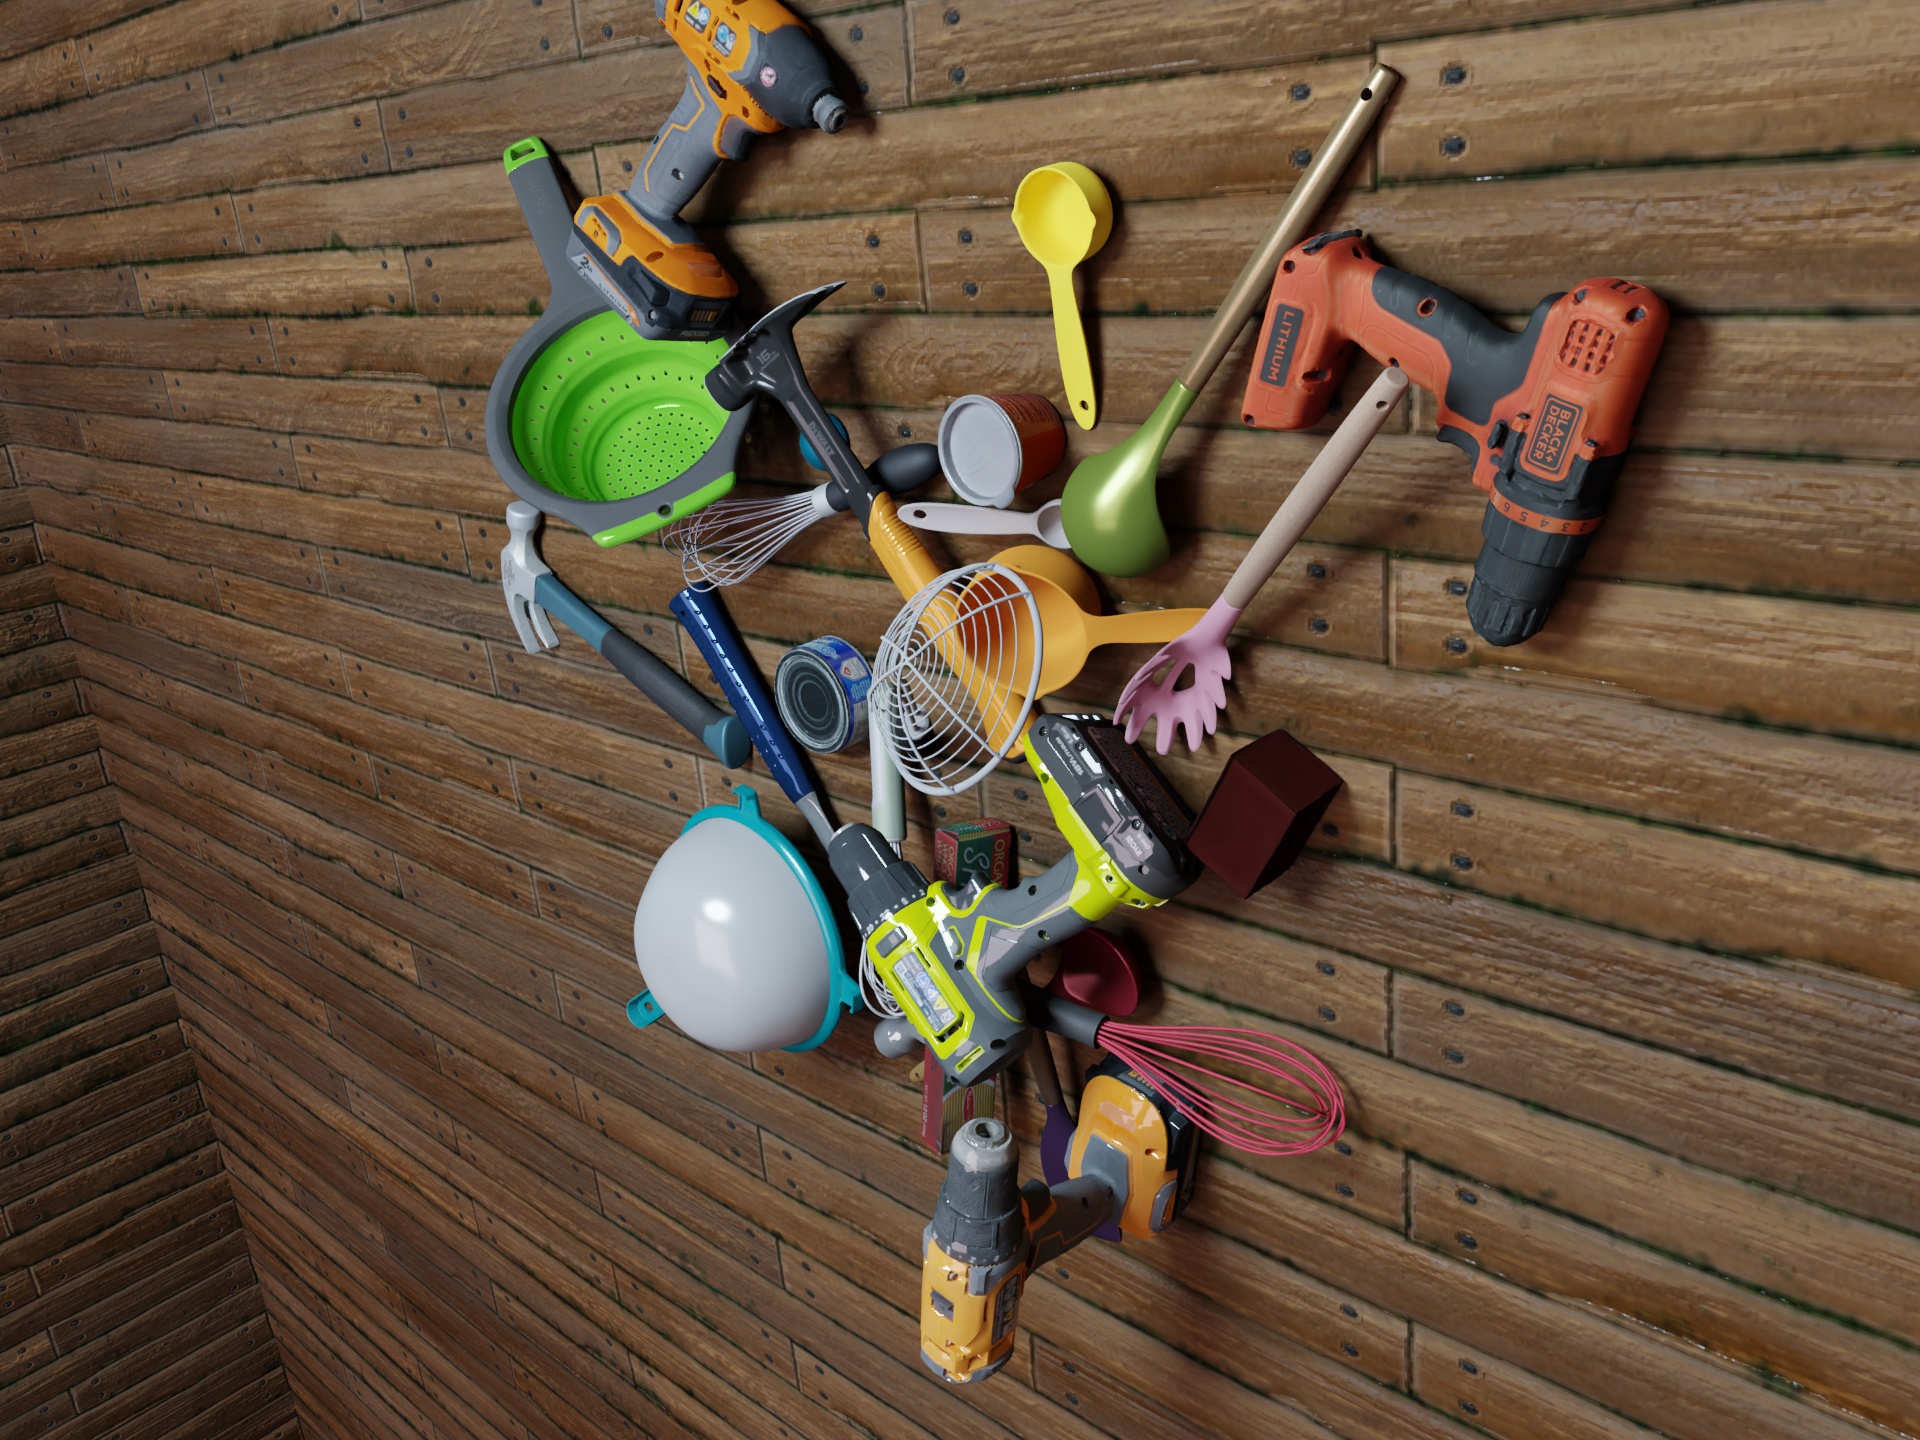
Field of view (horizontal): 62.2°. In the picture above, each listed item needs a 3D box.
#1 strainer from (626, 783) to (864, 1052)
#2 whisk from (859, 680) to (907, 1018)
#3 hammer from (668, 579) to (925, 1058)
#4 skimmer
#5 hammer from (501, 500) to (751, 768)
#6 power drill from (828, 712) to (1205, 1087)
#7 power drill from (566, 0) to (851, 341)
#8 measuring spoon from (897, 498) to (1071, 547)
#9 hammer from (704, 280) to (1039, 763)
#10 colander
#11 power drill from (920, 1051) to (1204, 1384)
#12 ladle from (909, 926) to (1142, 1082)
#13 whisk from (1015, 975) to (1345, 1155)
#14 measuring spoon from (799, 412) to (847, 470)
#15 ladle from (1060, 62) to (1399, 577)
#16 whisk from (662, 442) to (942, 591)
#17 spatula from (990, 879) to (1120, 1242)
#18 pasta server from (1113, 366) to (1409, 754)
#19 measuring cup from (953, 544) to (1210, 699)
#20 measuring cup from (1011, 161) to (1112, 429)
[{"bbox_3d":[-0.227,0.206,1.296,0.340,0.095,0.211,-38,79,46],"label":"strainer"},{"bbox_3d":[-0.052,0.094,1.158,0.058,0.059,0.246,-5,88,59],"label":"whisk"},{"bbox_3d":[-0.113,0.068,1.250,0.144,0.035,0.405,-39,79,48],"label":"hammer"},{"bbox_3d":[-0.002,-0.003,0.974,0.090,0.363,0.127,9,81,2],"label":"skimmer"},{"bbox_3d":[-0.296,-0.062,1.382,0.331,0.033,0.128,36,130,29],"label":"hammer"},{"bbox_3d":[0.026,0.098,1.024,0.228,0.080,0.191,-44,69,23],"label":"power drill"},{"bbox_3d":[-0.164,-0.367,1.057,0.164,0.084,0.226,46,123,22],"label":"power drill"},{"bbox_3d":[0.021,-0.130,0.999,0.124,0.018,0.034,6,134,14],"label":"measuring spoon"},{"bbox_3d":[-0.037,-0.120,1.049,0.127,0.034,0.337,-30,95,41],"label":"hammer"},{"bbox_3d":[-0.266,-0.281,1.204,0.094,0.204,0.397,67,178,-65],"label":"colander"},{"bbox_3d":[0.063,0.298,1.029,0.084,0.226,0.185,25,125,36],"label":"power drill"},{"bbox_3d":[0.040,0.220,1.170,0.069,0.031,0.315,58,140,8],"label":"ladle"},{"bbox_3d":[0.109,0.210,1.036,0.296,0.073,0.073,16,119,30],"label":"whisk"},{"bbox_3d":[-0.127,-0.228,1.138,0.129,0.021,0.042,51,136,17],"label":"measuring spoon"},{"bbox_3d":[0.145,-0.205,0.865,0.078,0.062,0.320,48,128,21],"label":"ladle"},{"bbox_3d":[-0.114,-0.150,1.141,0.284,0.070,0.070,-13,98,42],"label":"whisk"},{"bbox_3d":[0.059,0.250,1.138,0.060,0.018,0.315,4,121,39],"label":"spatula"},{"bbox_3d":[0.158,-0.075,0.855,0.060,0.040,0.316,19,147,-6],"label":"pasta server"},{"bbox_3d":[0.084,-0.067,0.983,0.173,0.052,0.095,-2,120,20],"label":"measuring cup"},{"bbox_3d":[0.070,-0.248,0.933,0.062,0.029,0.156,18,132,40],"label":"measuring cup"}]
